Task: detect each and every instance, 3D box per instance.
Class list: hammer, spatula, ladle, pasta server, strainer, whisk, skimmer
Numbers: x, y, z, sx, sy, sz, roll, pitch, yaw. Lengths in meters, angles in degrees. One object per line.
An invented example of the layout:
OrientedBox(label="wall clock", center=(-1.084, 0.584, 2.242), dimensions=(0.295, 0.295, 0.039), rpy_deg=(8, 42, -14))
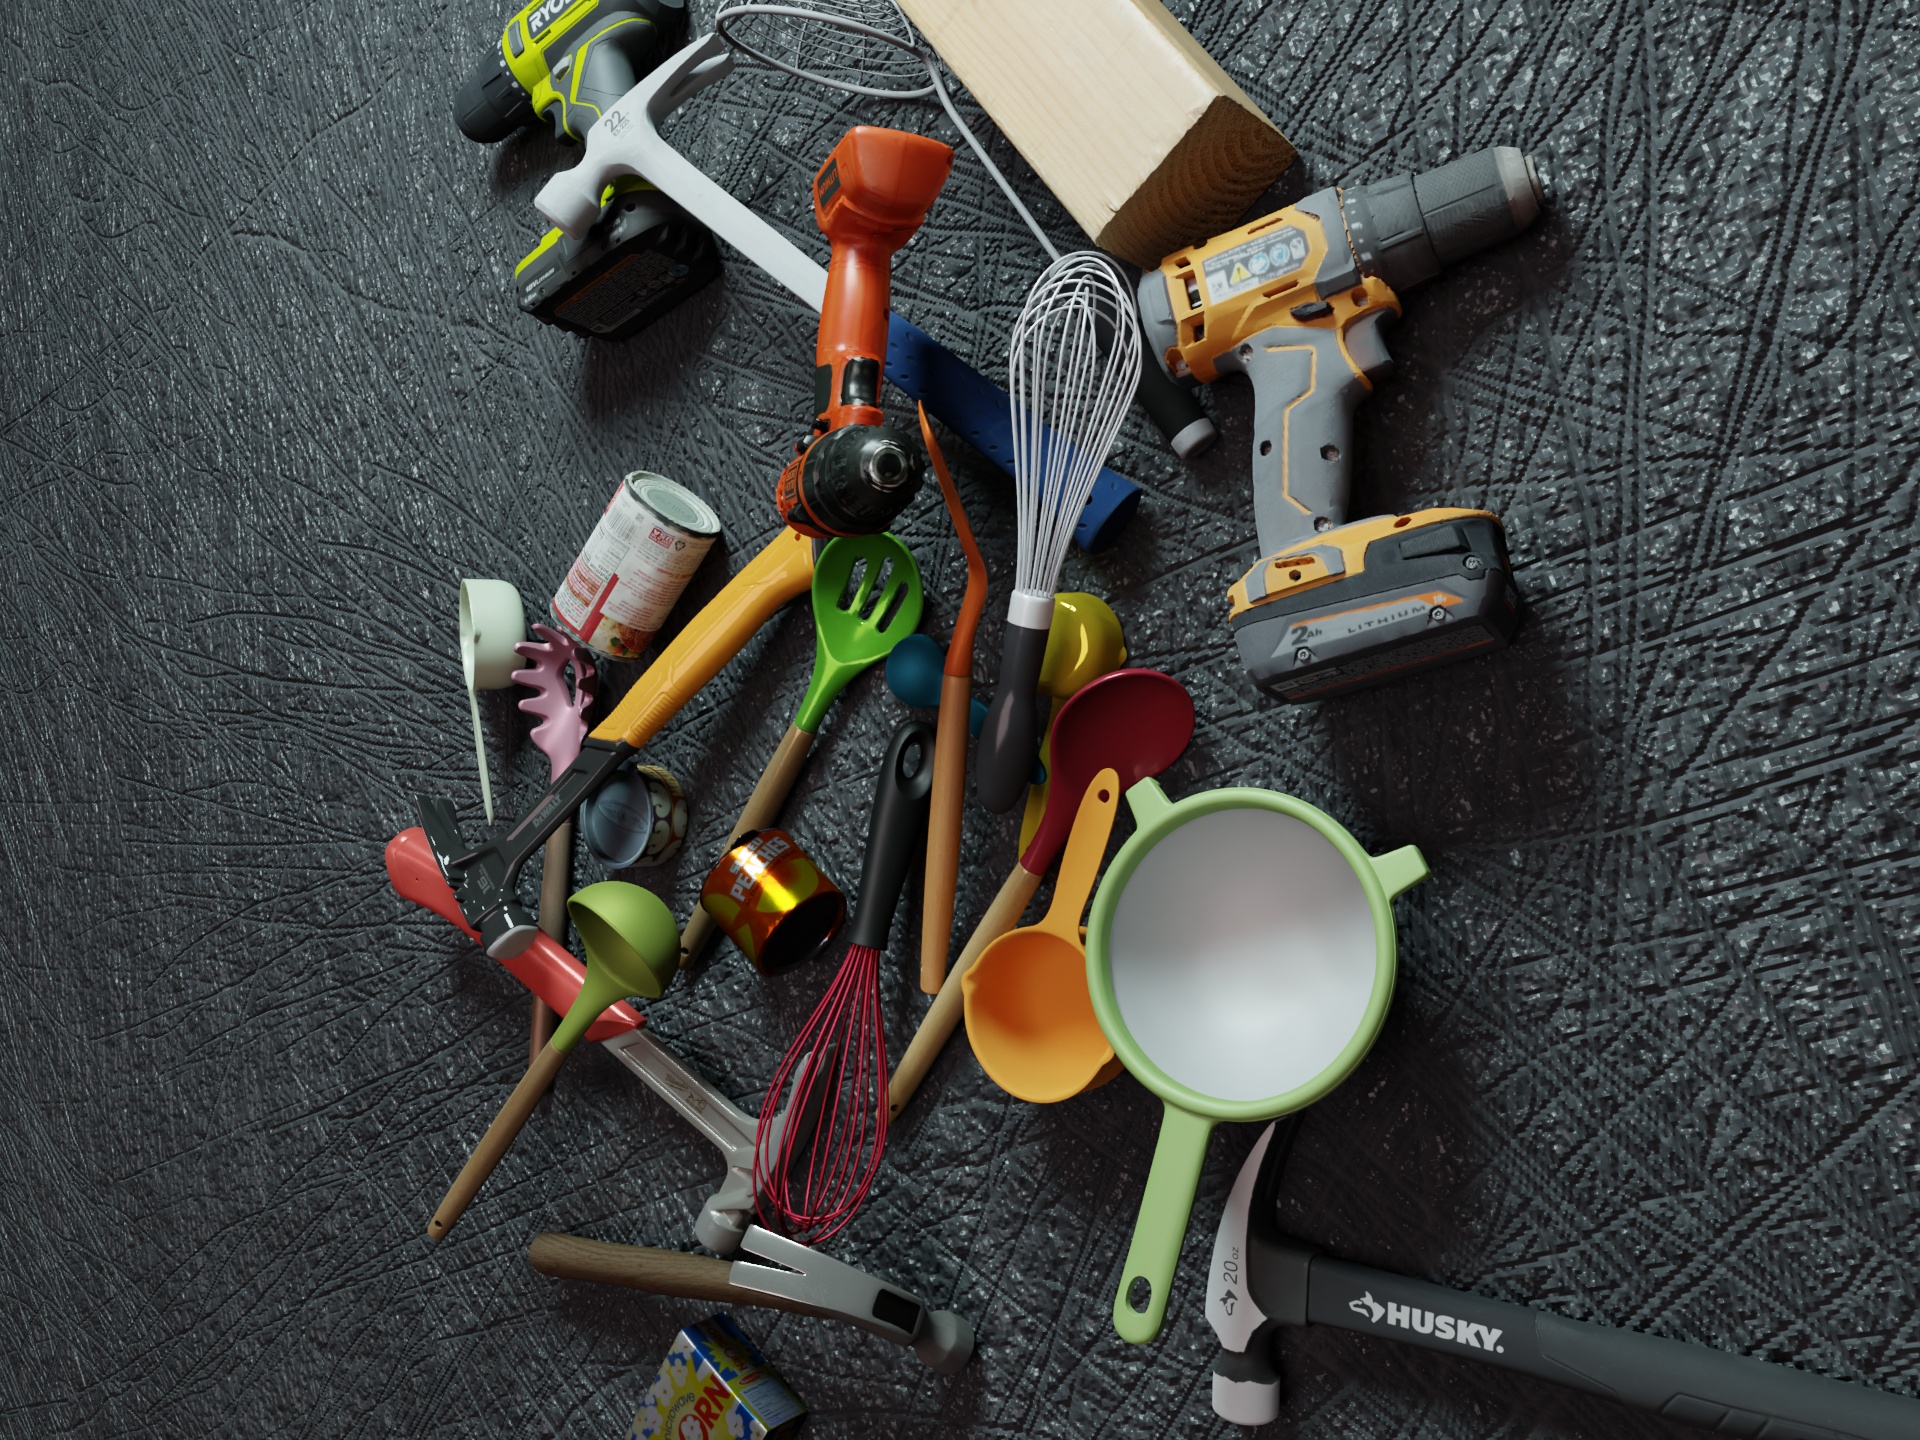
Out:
OrientedBox(label="hammer", center=(-0.201, -0.007, 0.975), dimensions=(0.337, 0.034, 0.127), rpy_deg=(-43, 63, 13))
OrientedBox(label="spatula", center=(-0.012, -0.003, 0.834), dimensions=(0.041, 0.081, 0.322), rpy_deg=(3, 109, -5))
OrientedBox(label="ladle", center=(0.027, 0.099, 0.846), dimensions=(0.315, 0.069, 0.031), rpy_deg=(-61, 18, 22))
OrientedBox(label="hammer", center=(0.262, 0.264, 0.674), dimensions=(0.335, 0.035, 0.146), rpy_deg=(2, 90, 35))
OrientedBox(label="pasta server", center=(-0.274, 0.095, 1.058), dimensions=(0.060, 0.040, 0.316), rpy_deg=(7, 93, 30))
OrientedBox(label="hammer", center=(-0.152, 0.326, 0.932), dimensions=(0.331, 0.129, 0.031), rpy_deg=(-10, 49, 42))
OrientedBox(label="hammer", center=(-0.061, -0.233, 0.882), dimensions=(0.406, 0.035, 0.144), rpy_deg=(41, 92, 18))
OrientedBox(label="strainer", center=(0.125, 0.161, 0.742), dimensions=(0.151, 0.069, 0.256), rpy_deg=(14, 87, 35))
OrientedBox(label="ladle", center=(-0.263, 0.220, 0.972), dimensions=(0.078, 0.062, 0.320), rpy_deg=(41, 113, 11))
OrientedBox(label="whisk", center=(-0.056, 0.144, 0.881), dimensions=(0.073, 0.073, 0.296), rpy_deg=(10, 84, 35))
OrientedBox(label="whisk", center=(0.042, -0.087, 0.792), dimensions=(0.070, 0.070, 0.284), rpy_deg=(20, 109, 34))
OrientedBox(label="skimmer", center=(0.000, -0.266, 0.851), dimensions=(0.090, 0.127, 0.363), rpy_deg=(-38, 76, 19))
OrientedBox(label="hammer", center=(-0.238, 0.168, 1.007), dimensions=(0.359, 0.036, 0.149), rpy_deg=(34, 108, 24))

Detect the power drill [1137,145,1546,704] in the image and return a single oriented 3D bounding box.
OrientedBox(label="power drill", center=(0.189, -0.139, 0.719), dimensions=(0.185, 0.084, 0.226), rpy_deg=(-18, 73, 25))

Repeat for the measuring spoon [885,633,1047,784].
OrientedBox(label="measuring spoon", center=(-0.001, -0.003, 0.861), dimensions=(0.129, 0.021, 0.042), rpy_deg=(41, 127, 34))

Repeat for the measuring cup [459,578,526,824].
OrientedBox(label="measuring cup", center=(-0.313, -0.014, 1.082), dimensions=(0.083, 0.038, 0.167), rpy_deg=(178, 86, -67))

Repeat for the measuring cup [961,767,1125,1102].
OrientedBox(label="measuring cup", center=(0.063, 0.108, 0.812), dimensions=(0.095, 0.052, 0.173), rpy_deg=(20, 98, 34))

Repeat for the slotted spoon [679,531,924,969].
OrientedBox(label="slotted spoon", center=(-0.105, 0.024, 0.948), dimensions=(0.070, 0.031, 0.313), rpy_deg=(32, 110, 10))

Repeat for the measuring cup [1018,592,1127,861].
OrientedBox(label="measuring cup", center=(0.045, 0.009, 0.841), dimensions=(0.062, 0.029, 0.156), rpy_deg=(15, 97, 35))

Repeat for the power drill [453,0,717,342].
OrientedBox(label="power drill", center=(-0.251, -0.371, 1.041), dimensions=(0.190, 0.080, 0.229), rpy_deg=(-23, 72, 31))
